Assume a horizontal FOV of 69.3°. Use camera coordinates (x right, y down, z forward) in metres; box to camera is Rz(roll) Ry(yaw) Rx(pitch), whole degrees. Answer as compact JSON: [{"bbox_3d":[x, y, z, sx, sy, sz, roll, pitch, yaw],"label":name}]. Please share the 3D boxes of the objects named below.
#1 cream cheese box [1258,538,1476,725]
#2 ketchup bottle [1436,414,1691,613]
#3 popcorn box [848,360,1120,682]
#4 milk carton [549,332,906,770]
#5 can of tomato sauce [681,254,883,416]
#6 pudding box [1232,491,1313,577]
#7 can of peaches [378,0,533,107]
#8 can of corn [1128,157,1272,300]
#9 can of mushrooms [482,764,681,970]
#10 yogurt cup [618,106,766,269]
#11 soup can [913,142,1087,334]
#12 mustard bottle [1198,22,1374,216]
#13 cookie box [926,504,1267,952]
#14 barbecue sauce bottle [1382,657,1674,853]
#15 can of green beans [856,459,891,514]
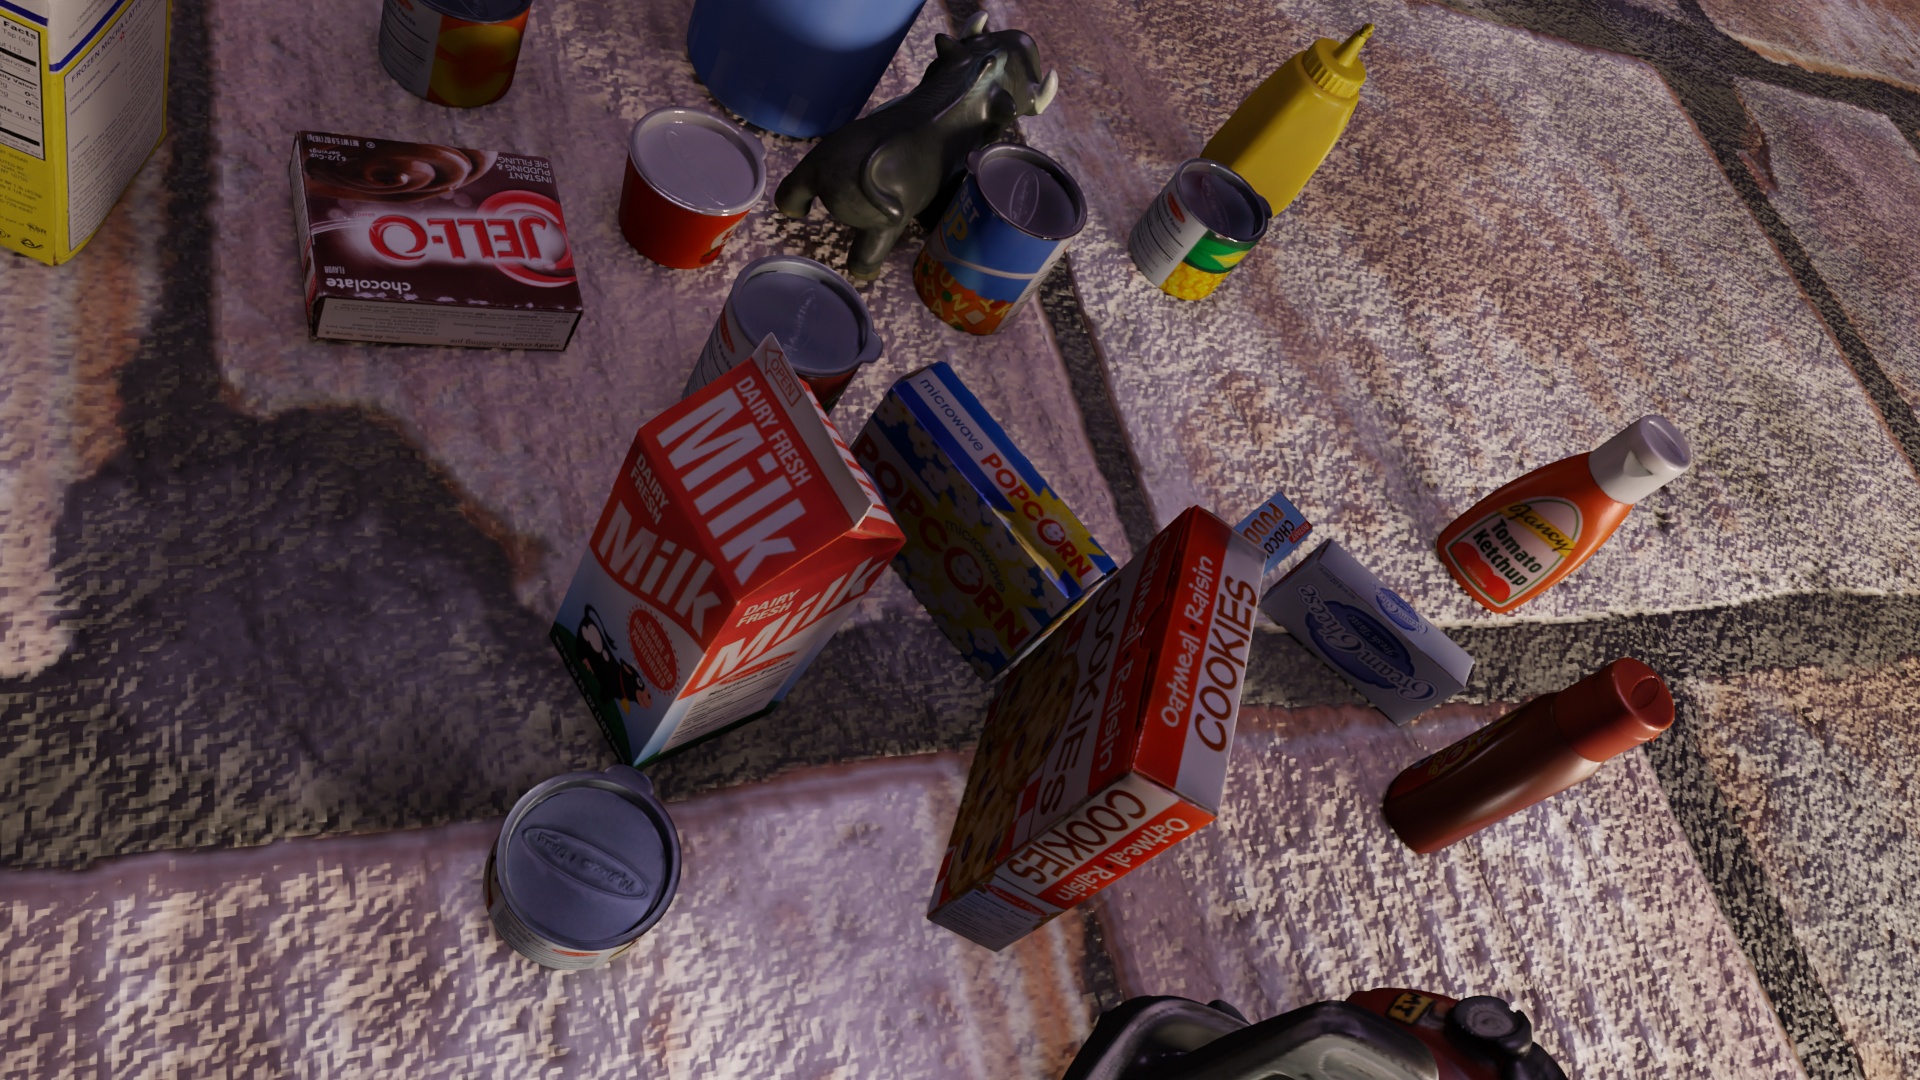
[{"bbox_3d":[0.216,0.050,0.742,0.104,0.053,0.024,40,49,0],"label":"cream cheese box"},{"bbox_3d":[0.346,-0.017,0.796,0.044,0.148,0.065,-32,79,-40],"label":"ketchup bottle"},{"bbox_3d":[0.002,-0.008,0.639,0.038,0.084,0.127,-32,79,-40],"label":"popcorn box"},{"bbox_3d":[-0.085,0.008,0.509,0.074,0.189,0.072,-21,72,-37],"label":"milk carton"},{"bbox_3d":[-0.084,-0.078,0.638,0.071,0.082,0.071,15,54,-21],"label":"can of tomato sauce"},{"bbox_3d":[0.144,0.013,0.728,0.030,0.049,0.084,50,50,8],"label":"pudding box"},{"bbox_3d":[-0.246,-0.257,0.682,0.071,0.057,0.071,15,54,-21],"label":"can of peaches"},{"bbox_3d":[0.148,-0.192,0.860,0.071,0.058,0.071,15,54,-21],"label":"can of corn"},{"bbox_3d":[-0.138,0.119,0.509,0.071,0.033,0.071,15,54,-21],"label":"can of mushrooms"},{"bbox_3d":[-0.137,-0.172,0.690,0.072,0.053,0.073,15,54,-21],"label":"yogurt cup"},{"bbox_3d":[0.017,-0.163,0.751,0.071,0.083,0.072,15,54,-21],"label":"soup can"},{"bbox_3d":[0.211,-0.267,0.878,0.065,0.159,0.049,6,57,-26],"label":"mustard bottle"},{"bbox_3d":[0.051,0.079,0.554,0.040,0.166,0.123,29,50,-10],"label":"cookie box"},{"bbox_3d":[0.275,0.105,0.676,0.065,0.147,0.044,-26,75,-39],"label":"barbecue sauce bottle"},{"bbox_3d":[-0.072,-0.001,0.610,0.071,0.057,0.071,15,54,-21],"label":"can of green beans"}]
